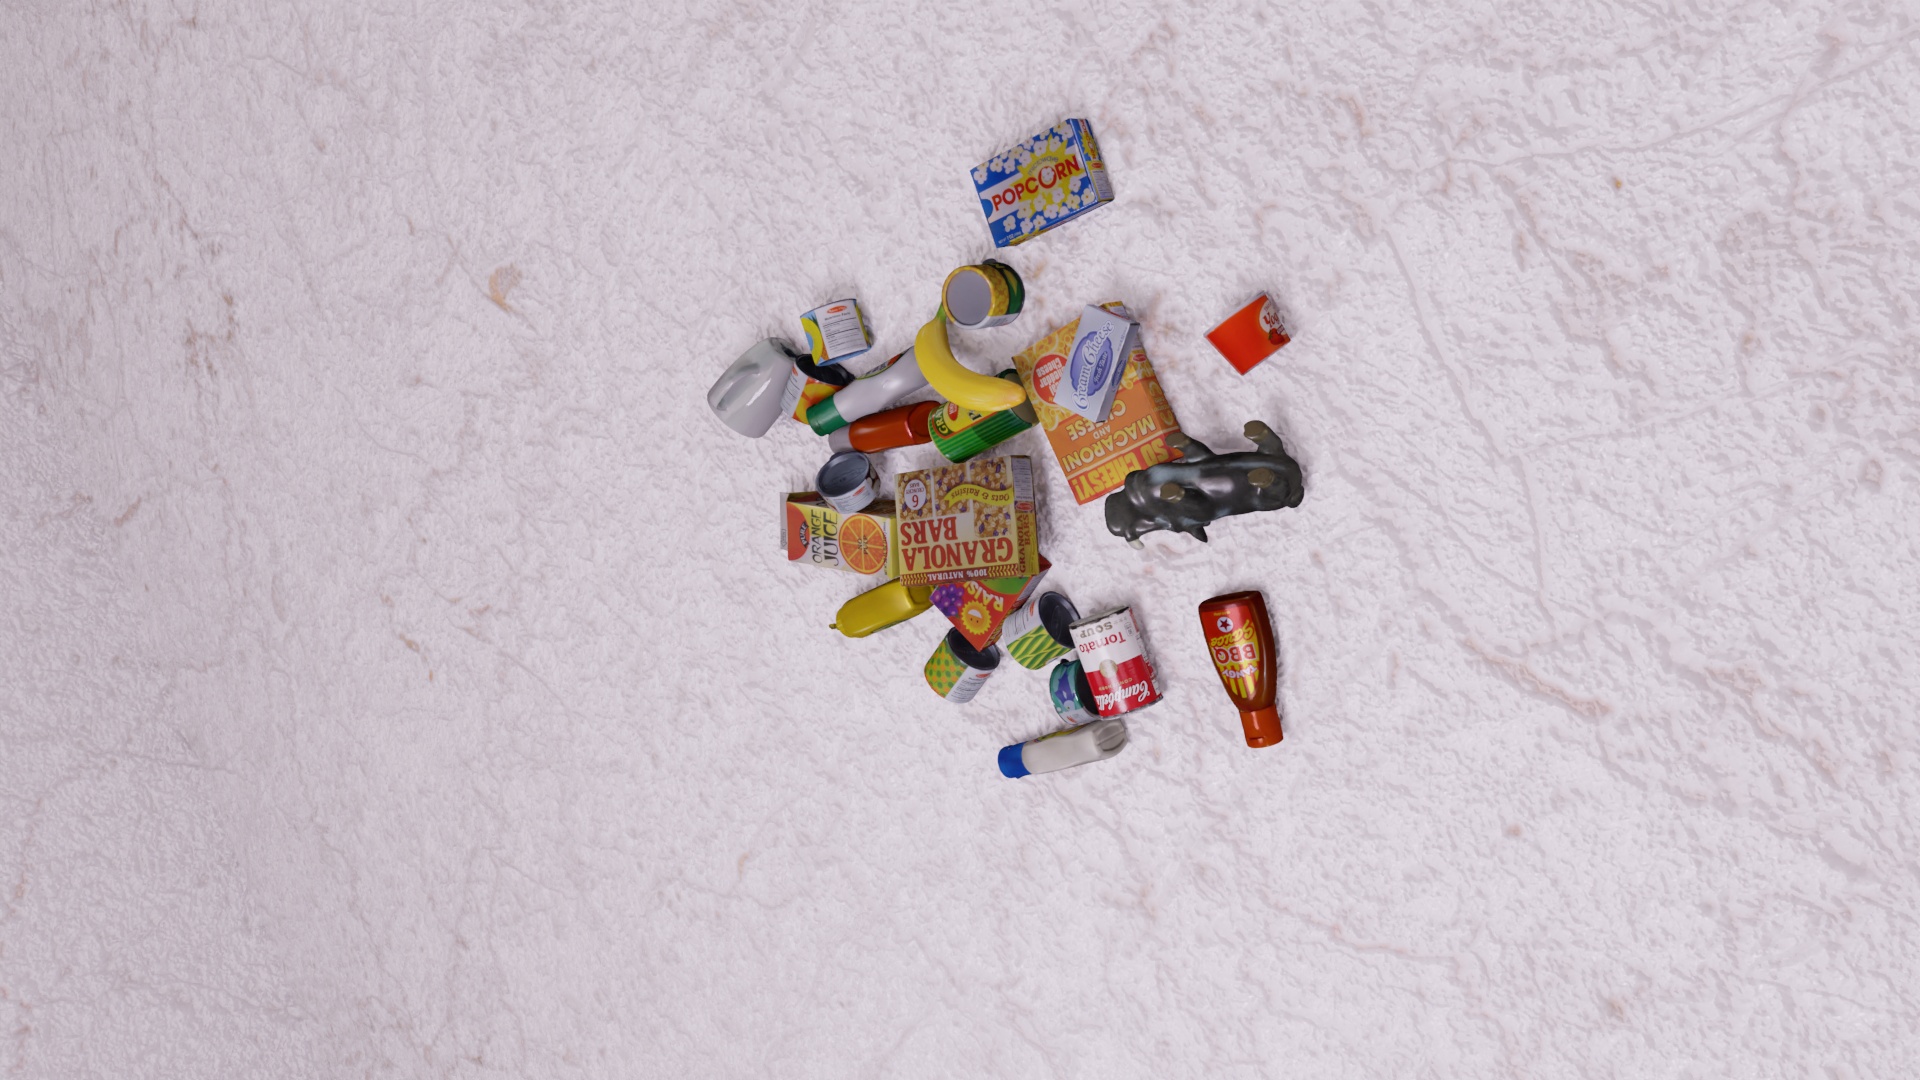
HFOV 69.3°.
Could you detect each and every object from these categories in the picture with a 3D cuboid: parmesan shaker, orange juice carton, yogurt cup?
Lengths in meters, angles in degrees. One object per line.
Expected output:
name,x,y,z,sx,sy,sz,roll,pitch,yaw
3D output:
parmesan shaker,0.026,-0.132,1.446,0.102,0.071,0.071,-26,87,36
orange juice carton,-0.134,-0.011,1.581,0.193,0.073,0.071,9,107,34
yogurt cup,0.263,-0.187,1.266,0.072,0.073,0.054,-37,88,35

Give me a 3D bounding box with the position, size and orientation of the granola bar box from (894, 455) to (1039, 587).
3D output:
granola bar box,0.005,-0.018,1.455,0.165,0.039,0.124,-7,85,42

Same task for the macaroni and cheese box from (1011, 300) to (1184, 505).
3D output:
macaroni and cheese box,0.139,-0.135,1.380,0.123,0.040,0.166,-27,85,36

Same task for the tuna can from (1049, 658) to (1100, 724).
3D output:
tuna can,0.124,0.154,1.447,0.032,0.071,0.071,-19,90,36

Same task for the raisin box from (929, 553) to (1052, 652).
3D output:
raisin box,0.031,0.046,1.501,0.086,0.040,0.122,44,123,17

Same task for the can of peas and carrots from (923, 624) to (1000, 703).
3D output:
can of peas and carrots,0.000,0.135,1.529,0.071,0.071,0.058,45,123,18

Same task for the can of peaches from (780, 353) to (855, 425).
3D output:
can of peaches,-0.162,-0.169,1.568,0.071,0.071,0.057,38,120,22

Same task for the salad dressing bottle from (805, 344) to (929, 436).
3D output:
salad dressing bottle,-0.098,-0.160,1.508,0.147,0.064,0.044,-27,101,18

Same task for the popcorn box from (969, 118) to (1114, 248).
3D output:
popcorn box,0.080,-0.351,1.369,0.126,0.038,0.085,-18,92,36

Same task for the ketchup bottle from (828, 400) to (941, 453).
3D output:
ketchup bottle,-0.086,-0.121,1.530,0.148,0.065,0.043,-7,109,45

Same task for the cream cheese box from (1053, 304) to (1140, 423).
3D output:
cream cheese box,0.130,-0.171,1.337,0.053,0.024,0.103,29,115,27

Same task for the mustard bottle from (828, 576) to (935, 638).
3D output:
mustard bottle,-0.097,0.080,1.587,0.159,0.065,0.049,-25,85,42

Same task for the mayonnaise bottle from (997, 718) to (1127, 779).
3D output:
mayonnaise bottle,0.104,0.224,1.482,0.147,0.065,0.041,-21,86,40

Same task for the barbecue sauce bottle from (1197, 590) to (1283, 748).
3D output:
barbecue sauce bottle,0.278,0.125,1.345,0.064,0.044,0.148,-12,95,35

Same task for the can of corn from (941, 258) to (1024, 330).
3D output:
can of corn,0.022,-0.252,1.421,0.071,0.058,0.071,9,107,33

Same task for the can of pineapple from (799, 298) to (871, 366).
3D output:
can of pineapple,-0.138,-0.229,1.535,0.071,0.071,0.058,-16,92,37

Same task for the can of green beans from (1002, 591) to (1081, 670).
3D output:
can of green beans,0.086,0.095,1.458,0.057,0.071,0.071,-36,81,36

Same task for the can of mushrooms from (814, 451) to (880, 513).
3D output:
can of mushrooms,-0.124,-0.065,1.529,0.071,0.071,0.033,8,146,33
